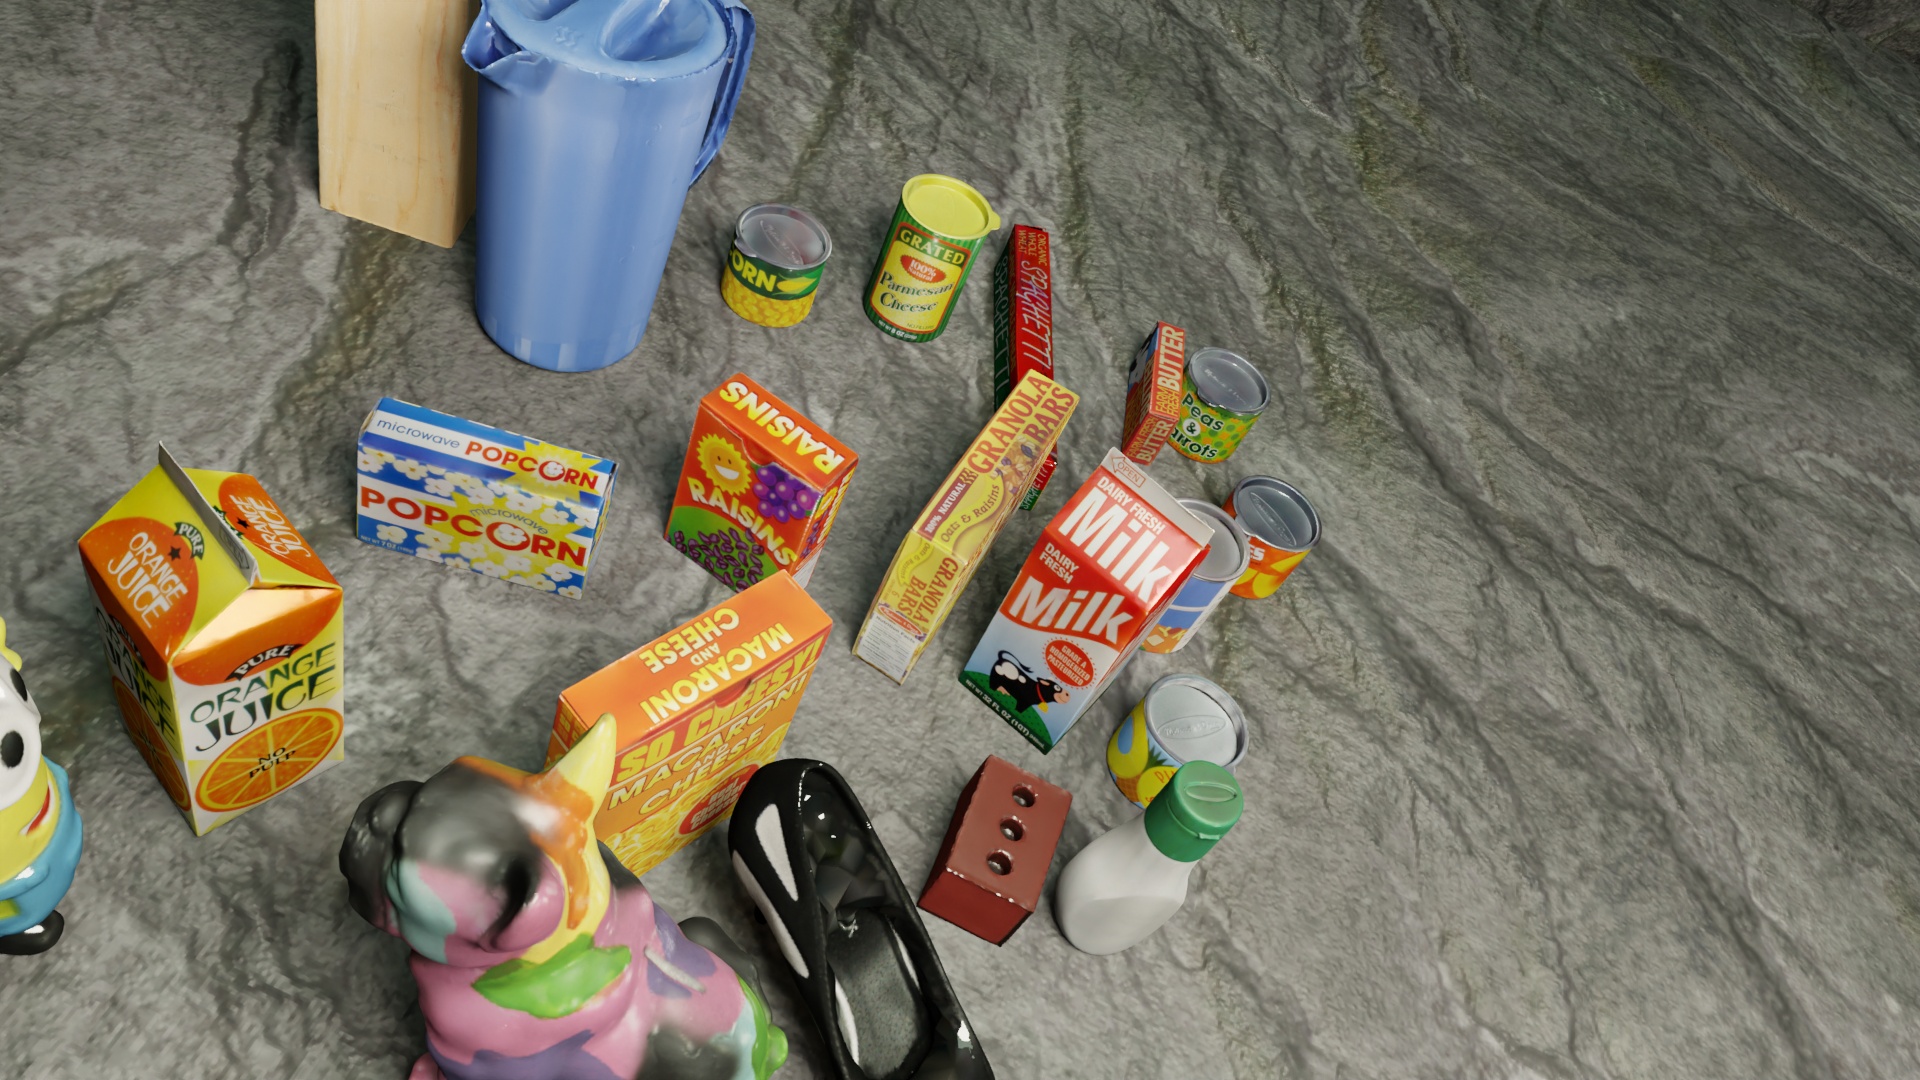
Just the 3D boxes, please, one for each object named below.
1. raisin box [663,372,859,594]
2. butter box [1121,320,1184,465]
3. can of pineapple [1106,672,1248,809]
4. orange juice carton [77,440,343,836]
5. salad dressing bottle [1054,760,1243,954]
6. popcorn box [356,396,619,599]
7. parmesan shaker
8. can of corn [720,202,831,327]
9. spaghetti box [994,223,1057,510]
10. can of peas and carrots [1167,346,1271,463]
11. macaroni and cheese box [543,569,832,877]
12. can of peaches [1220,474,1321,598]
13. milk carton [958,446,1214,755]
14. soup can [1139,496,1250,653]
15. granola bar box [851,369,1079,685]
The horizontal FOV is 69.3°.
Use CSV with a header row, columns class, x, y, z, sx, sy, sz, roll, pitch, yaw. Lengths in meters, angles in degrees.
class,x,y,z,sx,sy,sz,roll,pitch,yaw
raisin box,-0.116,-0.023,0.787,0.086,0.122,0.040,36,47,8
butter box,0.141,-0.108,1.018,0.024,0.052,0.104,19,48,-8
can of pineapple,0.127,0.122,0.817,0.071,0.057,0.071,12,49,-14
orange juice carton,-0.318,0.042,0.598,0.073,0.191,0.072,-31,69,-39
salad dressing bottle,0.095,0.163,0.708,0.064,0.146,0.044,8,50,-17
popcorn box,-0.257,-0.021,0.750,0.127,0.084,0.038,16,48,-11
parmesan shaker,-0.022,-0.197,0.986,0.071,0.102,0.072,12,49,-14
can of corn,-0.131,-0.190,0.963,0.071,0.058,0.071,12,49,-14
spaghetti box,0.045,-0.132,0.997,0.029,0.050,0.251,13,49,-14
can of peas and carrots,0.185,-0.098,1.024,0.071,0.058,0.071,12,49,-14
macaroni and cheese box,-0.134,0.099,0.648,0.040,0.165,0.124,46,49,16
can of peaches,0.202,-0.001,0.952,0.071,0.057,0.071,12,49,-14
milk carton,0.074,0.031,0.779,0.072,0.189,0.074,41,48,11
soup can,0.134,0.022,0.886,0.071,0.083,0.072,12,49,-14
granola bar box,0.003,-0.010,0.828,0.039,0.123,0.166,32,47,3
